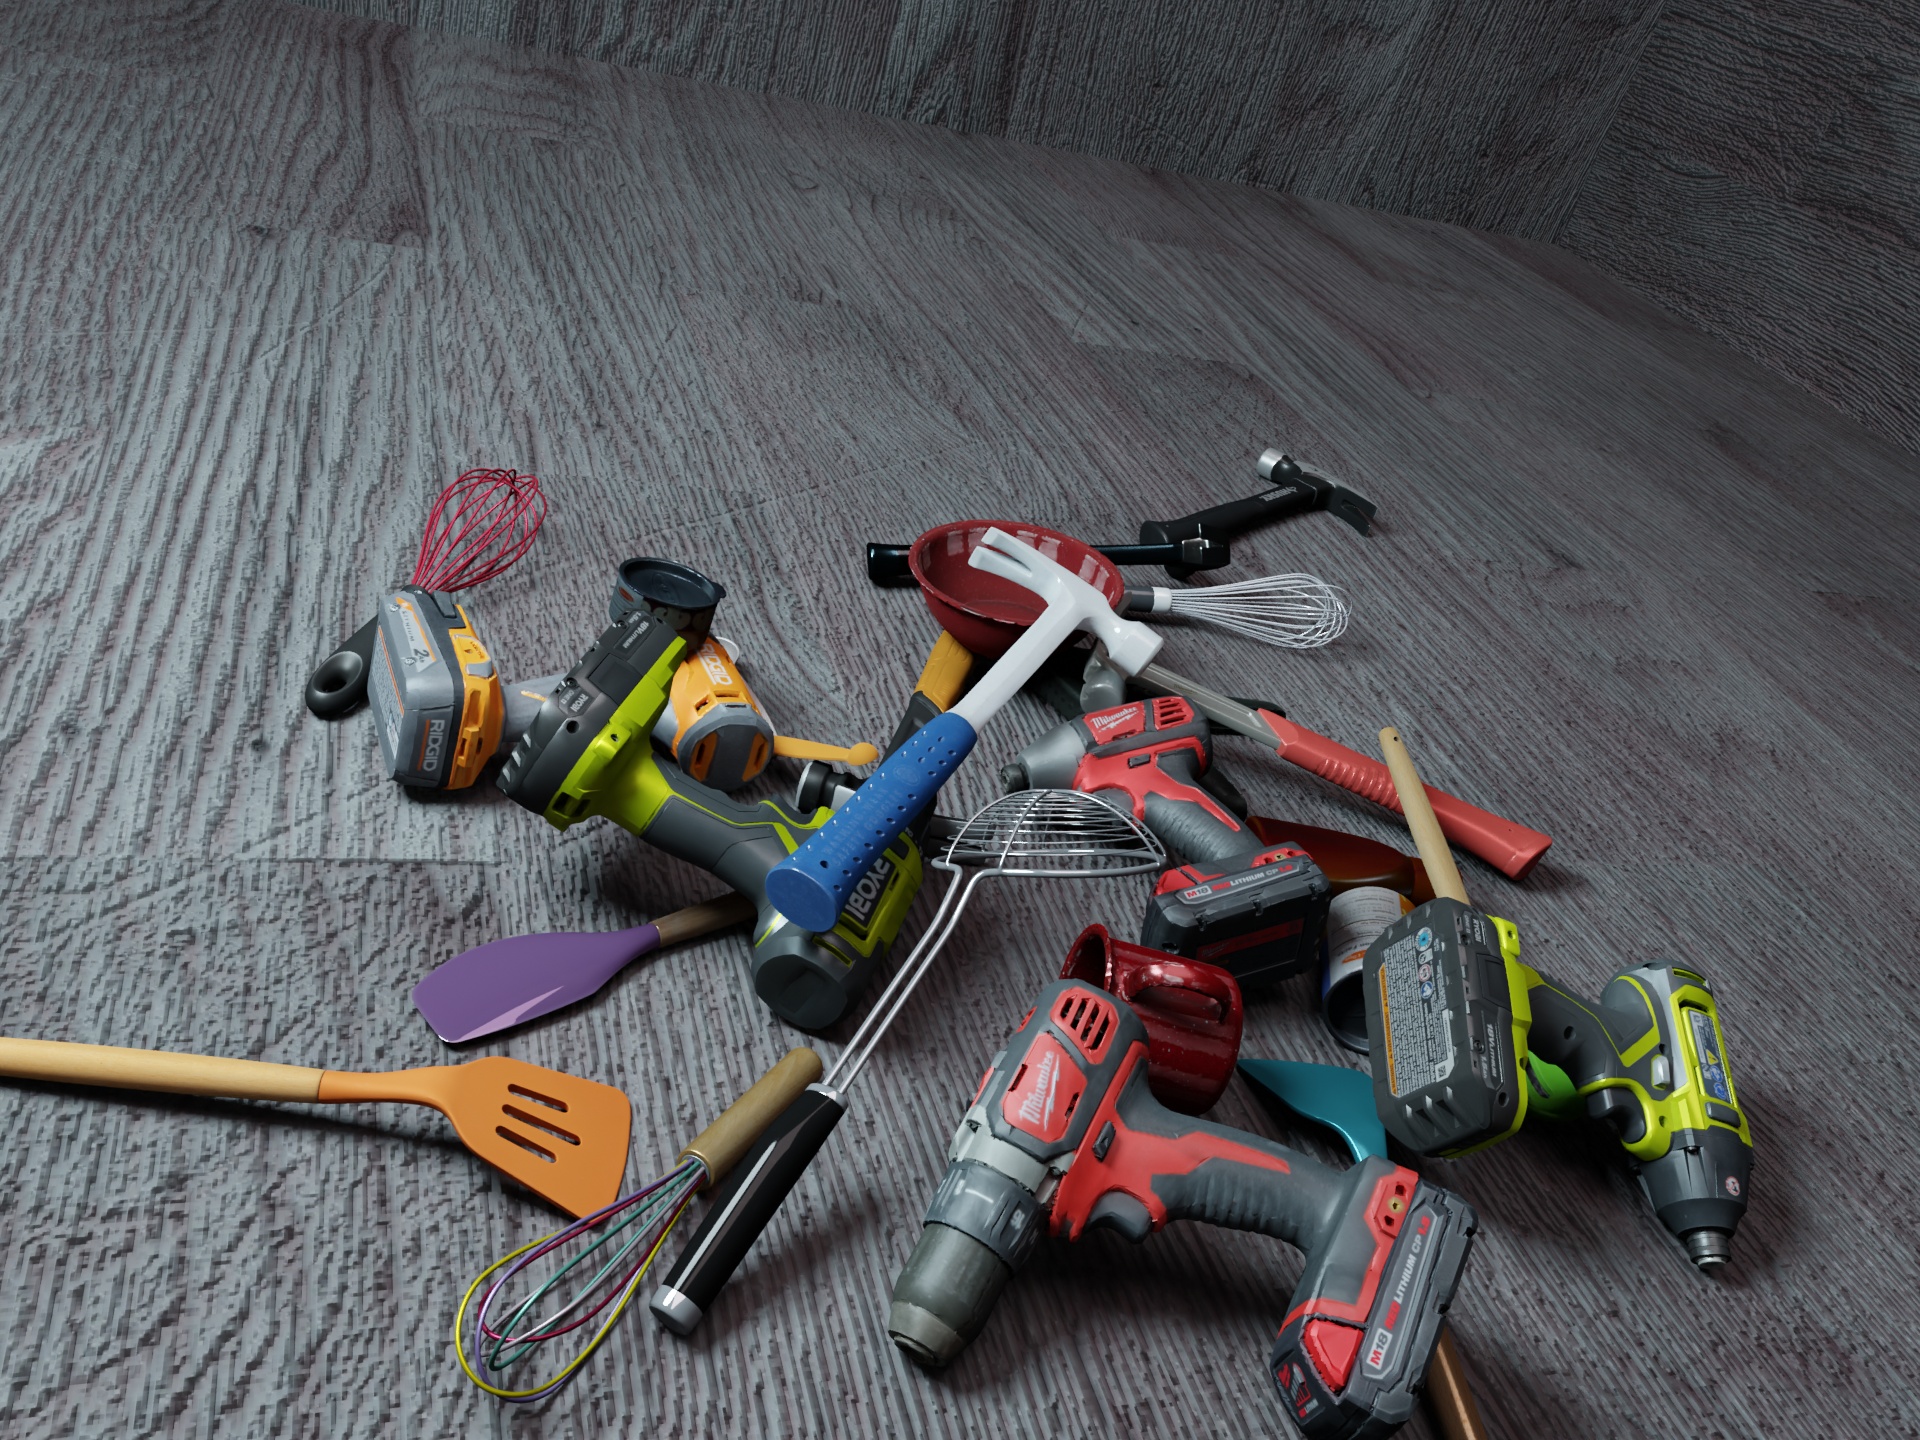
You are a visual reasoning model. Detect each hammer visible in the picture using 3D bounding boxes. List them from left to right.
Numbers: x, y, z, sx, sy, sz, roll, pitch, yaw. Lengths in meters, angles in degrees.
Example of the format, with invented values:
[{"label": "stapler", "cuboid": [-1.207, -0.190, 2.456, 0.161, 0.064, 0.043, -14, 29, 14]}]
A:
[{"label": "hammer", "cuboid": [-0.011, -0.015, 1.136, 0.127, 0.034, 0.337, 17, 31, 3]}, {"label": "hammer", "cuboid": [-0.002, -0.003, 0.952, 0.144, 0.035, 0.405, 37, 37, 5]}, {"label": "hammer", "cuboid": [0.077, -0.137, 1.337, 0.331, 0.033, 0.128, -4, -2, -20]}, {"label": "hammer", "cuboid": [0.286, -0.204, 1.575, 0.146, 0.035, 0.335, 34, 35, 27]}, {"label": "hammer", "cuboid": [0.260, 0.020, 1.163, 0.359, 0.036, 0.149, 25, 34, 0]}]

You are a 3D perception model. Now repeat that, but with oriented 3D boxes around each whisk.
[{"label": "whisk", "cuboid": [-0.360, -0.092, 1.078, 0.073, 0.073, 0.296, 17, 38, 1]}, {"label": "whisk", "cuboid": [-0.134, 0.211, 0.715, 0.047, 0.051, 0.245, 22, 28, 20]}, {"label": "whisk", "cuboid": [0.199, -0.099, 1.355, 0.284, 0.070, 0.070, 3, 33, -12]}]

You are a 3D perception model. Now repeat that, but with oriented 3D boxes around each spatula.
[{"label": "spatula", "cuboid": [-0.312, 0.170, 0.716, 0.322, 0.041, 0.081, 8, 32, -7]}, {"label": "spatula", "cuboid": [-0.150, 0.111, 0.887, 0.316, 0.018, 0.060, -15, 43, -40]}, {"label": "spatula", "cuboid": [0.218, 0.281, 0.790, 0.082, 0.044, 0.318, 8, 37, -14]}]

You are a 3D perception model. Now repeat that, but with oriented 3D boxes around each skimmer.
[{"label": "skimmer", "cuboid": [-0.018, 0.159, 0.789, 0.127, 0.090, 0.363, 0, 40, 42]}]

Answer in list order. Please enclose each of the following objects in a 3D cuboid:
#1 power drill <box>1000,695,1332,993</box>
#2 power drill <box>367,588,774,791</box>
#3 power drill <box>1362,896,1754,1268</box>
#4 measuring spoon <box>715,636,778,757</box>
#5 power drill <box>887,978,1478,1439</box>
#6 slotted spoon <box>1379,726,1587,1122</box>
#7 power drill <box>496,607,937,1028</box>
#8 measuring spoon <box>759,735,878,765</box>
[{"label": "power drill", "cuboid": [0.123, 0.071, 0.998, 0.143, 0.078, 0.220, -13, 40, -16]}, {"label": "power drill", "cuboid": [-0.246, -0.025, 1.000, 0.226, 0.084, 0.164, 2, 34, -31]}, {"label": "power drill", "cuboid": [0.337, 0.196, 0.876, 0.223, 0.080, 0.171, 20, 51, -20]}, {"label": "measuring spoon", "cuboid": [-0.153, -0.013, 1.091, 0.034, 0.018, 0.124, -13, 48, -26]}, {"label": "power drill", "cuboid": [0.094, 0.240, 0.716, 0.227, 0.080, 0.188, 26, 58, 12]}, {"label": "slotted spoon", "cuboid": [0.322, 0.123, 1.025, 0.070, 0.031, 0.314, 8, 45, -18]}, {"label": "power drill", "cuboid": [-0.121, 0.042, 0.892, 0.228, 0.080, 0.191, 36, 38, -7]}, {"label": "measuring spoon", "cuboid": [-0.100, 0.015, 1.015, 0.117, 0.011, 0.021, 7, 30, 37]}]
